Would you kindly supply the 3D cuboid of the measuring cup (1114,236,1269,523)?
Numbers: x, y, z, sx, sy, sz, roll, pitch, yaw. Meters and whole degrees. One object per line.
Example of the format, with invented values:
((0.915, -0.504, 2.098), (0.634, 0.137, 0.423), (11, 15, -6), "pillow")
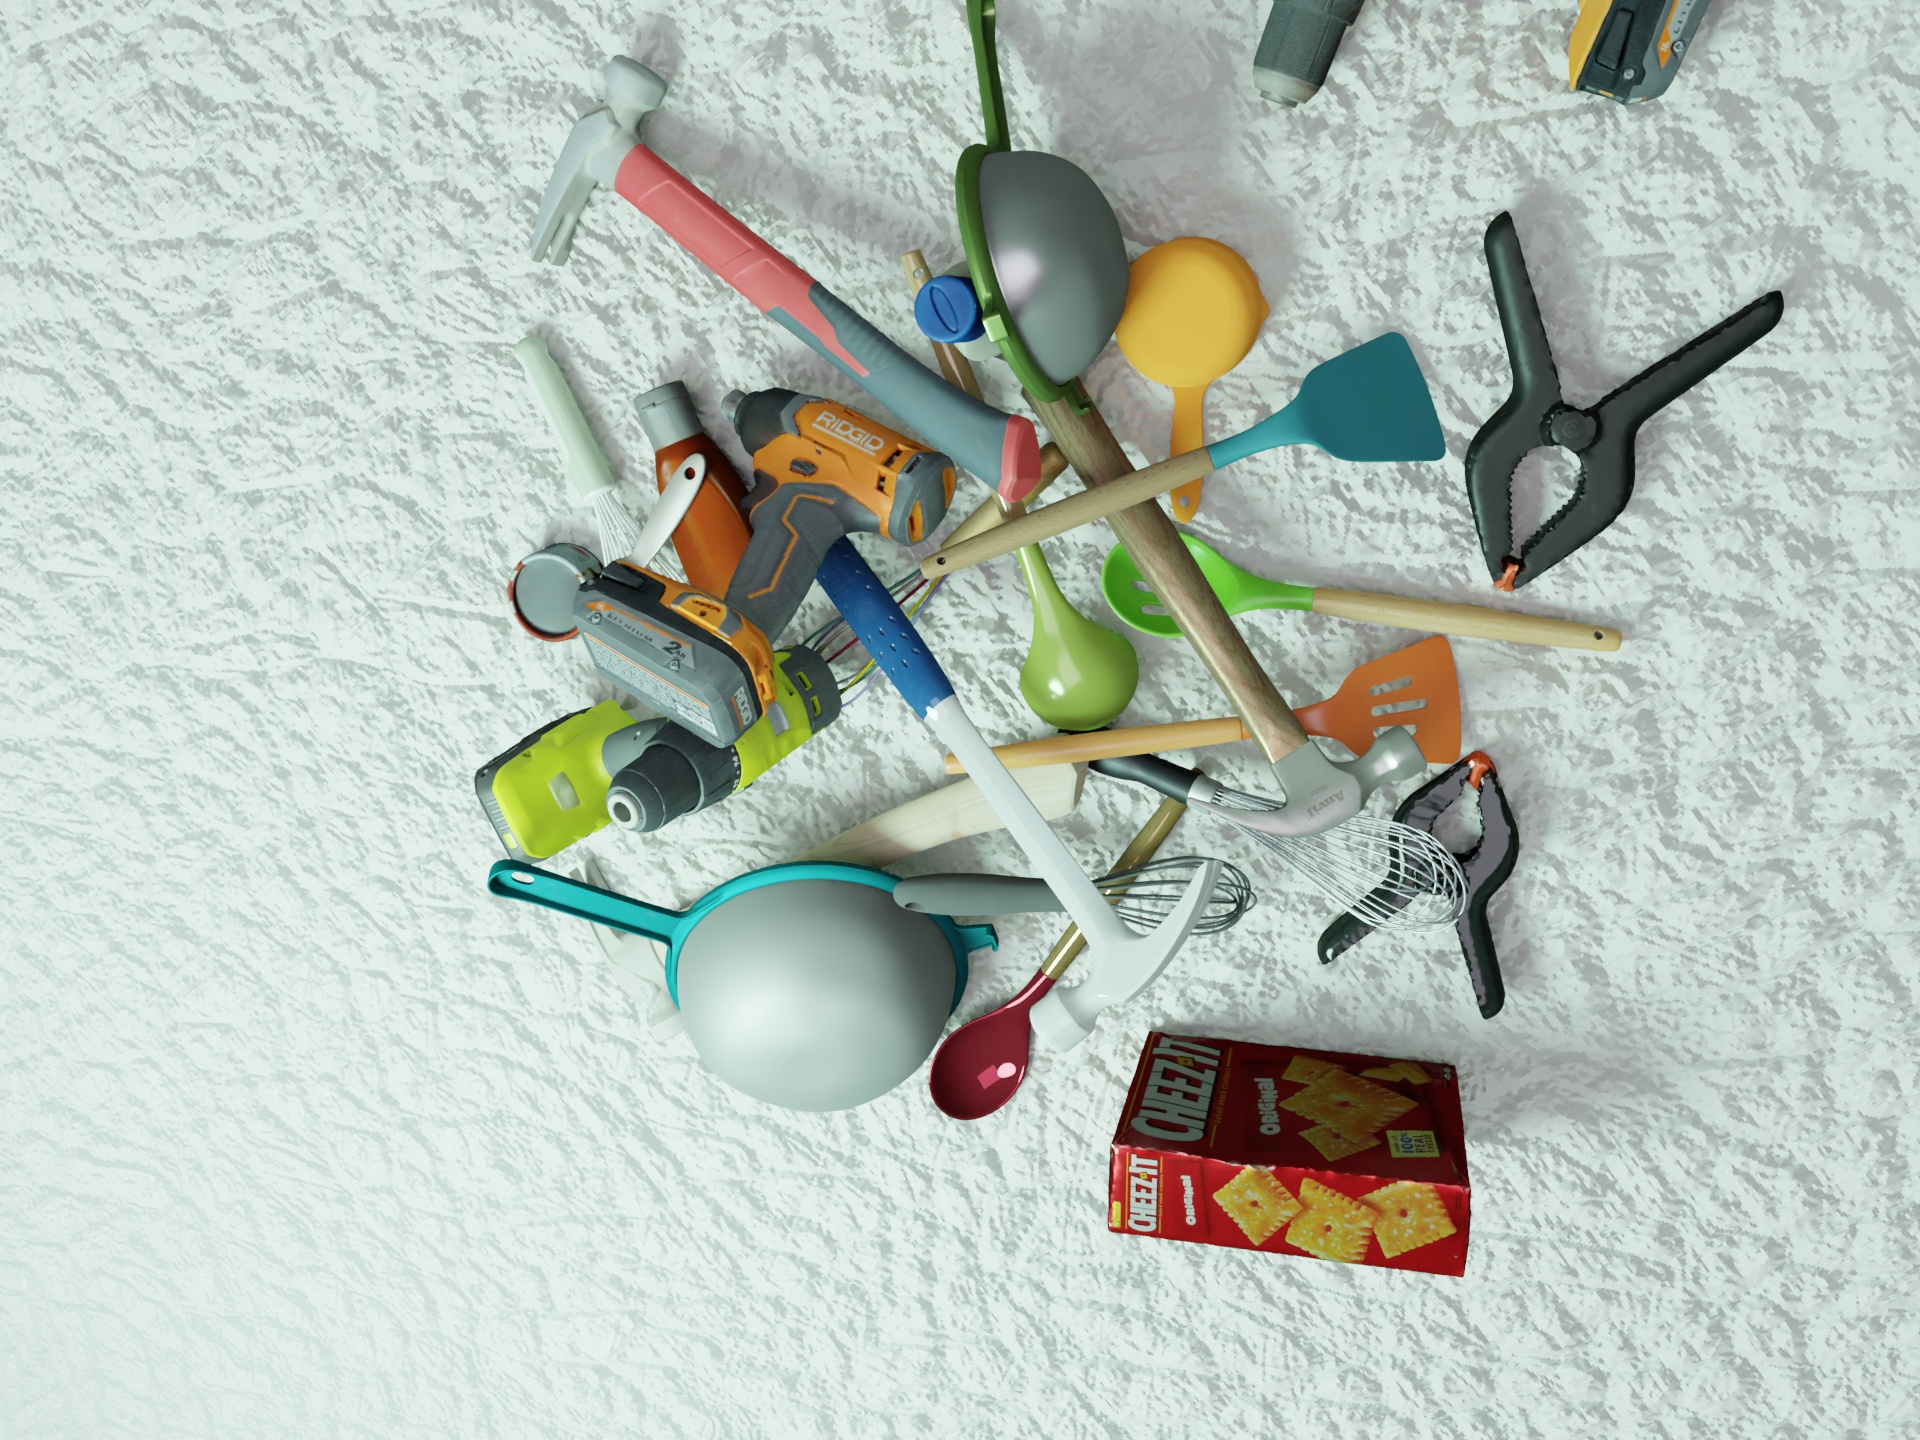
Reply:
((0.135, -0.203, 0.960), (0.095, 0.052, 0.173), (3, 105, 15), "measuring cup")

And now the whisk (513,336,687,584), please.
((-0.245, -0.149, 1.090), (0.059, 0.058, 0.246), (-27, 95, -14), "whisk")

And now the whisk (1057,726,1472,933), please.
((0.183, 0.060, 1.002), (0.285, 0.070, 0.070), (24, 112, 25), "whisk")

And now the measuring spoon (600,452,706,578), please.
((-0.204, -0.125, 1.049), (0.034, 0.018, 0.124), (39, 112, 8), "measuring spoon")

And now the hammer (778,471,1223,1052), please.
((-0.002, -0.003, 0.982), (0.144, 0.035, 0.406), (-42, 69, 14), "hammer")

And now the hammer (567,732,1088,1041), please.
((-0.097, 0.095, 1.111), (0.410, 0.038, 0.146), (-27, 97, 25), "hammer")

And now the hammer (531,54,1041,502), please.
((-0.110, -0.246, 0.977), (0.386, 0.038, 0.143), (41, 114, 16), "hammer")

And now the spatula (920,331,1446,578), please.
((0.126, -0.143, 0.947), (0.317, 0.044, 0.082), (-20, 84, 10), "spatula")

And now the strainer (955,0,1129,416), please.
((0.050, -0.313, 0.912), (0.069, 0.151, 0.256), (-13, 78, 22), "strainer")

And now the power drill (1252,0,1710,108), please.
((0.278, -0.398, 0.849), (0.226, 0.084, 0.185), (25, 112, 12), "power drill")

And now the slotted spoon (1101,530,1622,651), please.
((0.244, -0.069, 0.984), (0.314, 0.031, 0.070), (8, 80, 10), "slotted spoon")

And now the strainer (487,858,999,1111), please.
((-0.153, 0.178, 1.056), (0.340, 0.095, 0.211), (22, 125, -21), "strainer")

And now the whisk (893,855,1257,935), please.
((0.075, 0.114, 1.044), (0.239, 0.055, 0.055), (1, 107, -2), "whisk")

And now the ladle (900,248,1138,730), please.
((0.030, -0.138, 0.993), (0.078, 0.062, 0.320), (-21, 103, 7), "ladle")

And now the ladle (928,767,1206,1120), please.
((0.075, 0.156, 1.101), (0.069, 0.031, 0.315), (28, 111, -17), "ladle")

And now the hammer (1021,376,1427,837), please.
((0.135, -0.075, 0.965), (0.130, 0.031, 0.331), (-33, 81, 4), "hammer")

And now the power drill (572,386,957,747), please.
((-0.130, -0.110, 0.971), (0.164, 0.226, 0.084), (30, 155, 19), "power drill")

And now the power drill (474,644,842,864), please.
((-0.210, 0.030, 1.038), (0.228, 0.190, 0.080), (-15, 106, 38), "power drill")

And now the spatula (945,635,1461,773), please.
((0.151, 0.007, 0.995), (0.322, 0.041, 0.081), (-7, 95, 8), "spatula")

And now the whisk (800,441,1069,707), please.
((-0.023, -0.096, 1.047), (0.051, 0.047, 0.245), (43, 109, -12), "whisk")
